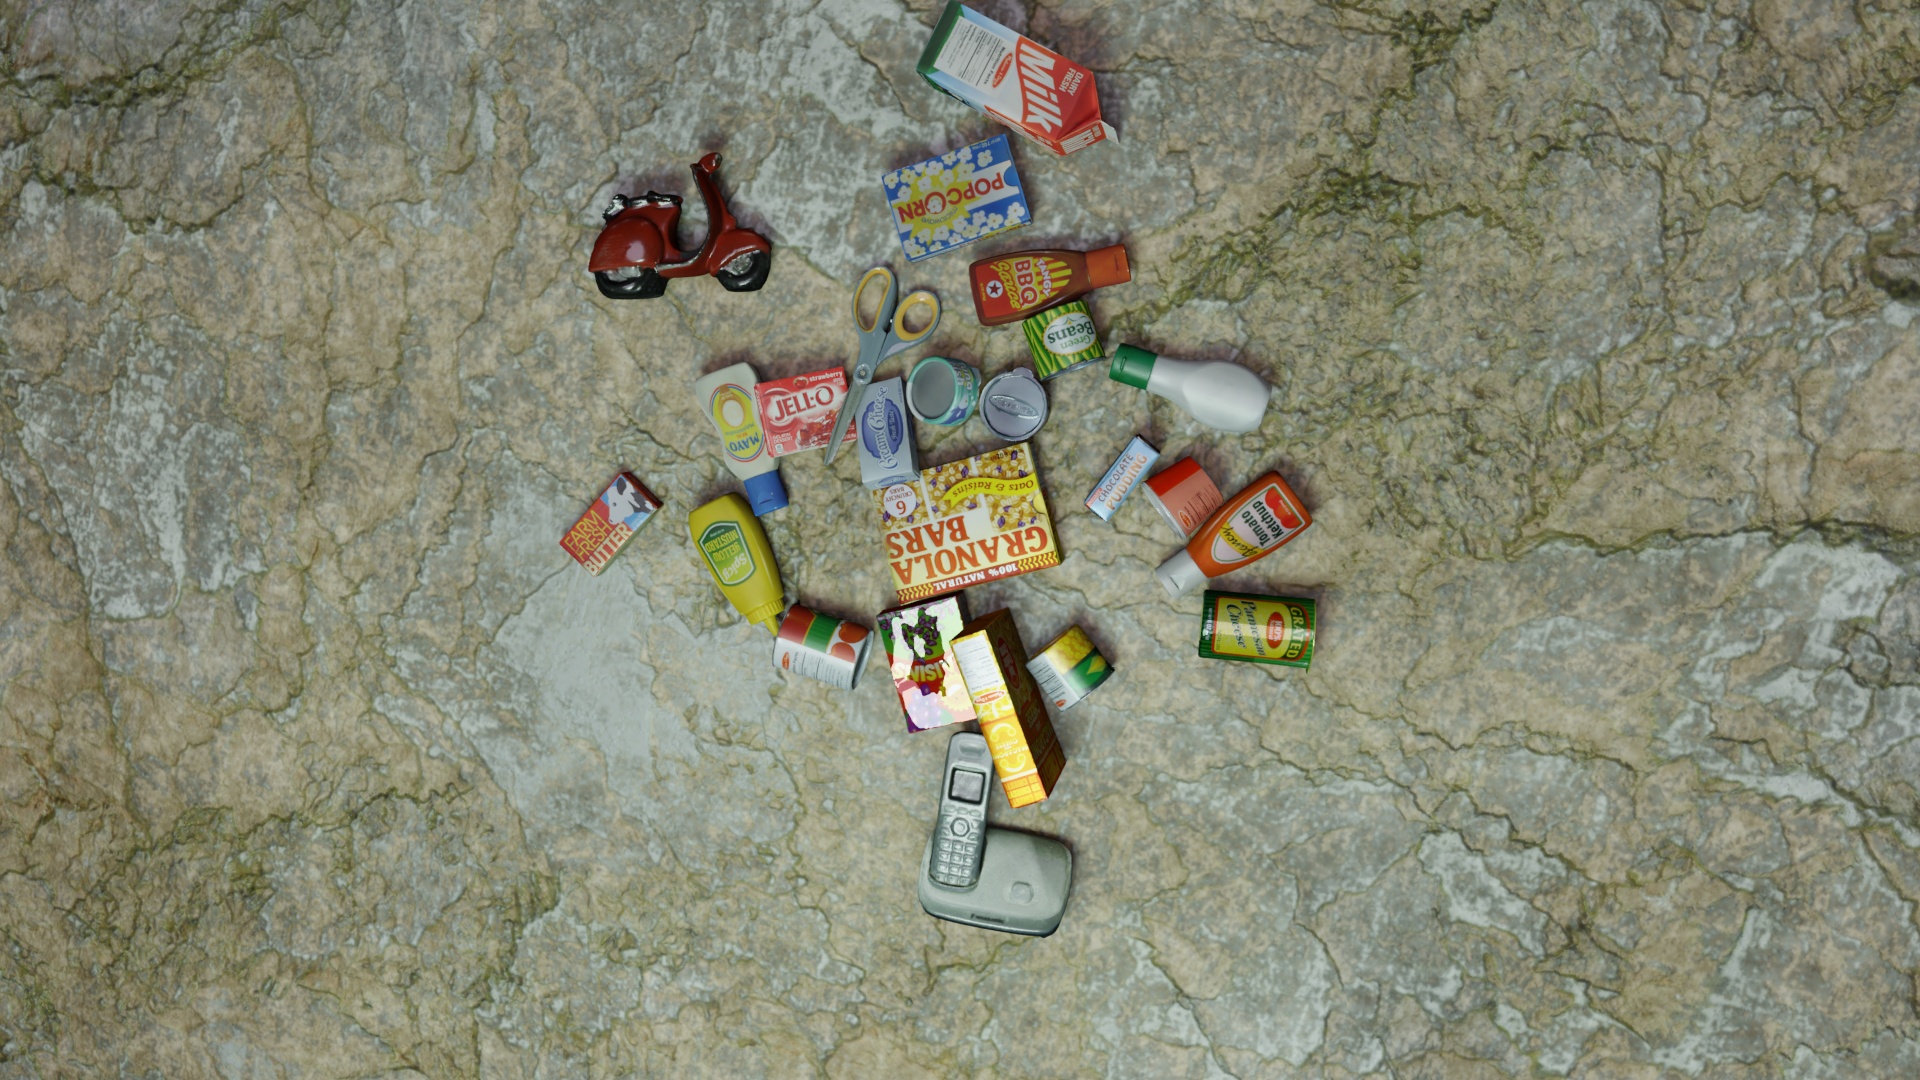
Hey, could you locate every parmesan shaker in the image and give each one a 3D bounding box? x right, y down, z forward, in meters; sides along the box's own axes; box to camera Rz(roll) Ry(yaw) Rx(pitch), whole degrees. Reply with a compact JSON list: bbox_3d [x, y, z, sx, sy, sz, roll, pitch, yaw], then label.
[{"bbox_3d":[0.276,0.085,1.299,0.103,0.071,0.071,5,96,9],"label":"parmesan shaker"}]

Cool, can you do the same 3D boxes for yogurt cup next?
[{"bbox_3d":[0.210,-0.043,1.302,0.054,0.072,0.072,-37,88,3],"label":"yogurt cup"}]

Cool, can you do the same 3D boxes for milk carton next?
[{"bbox_3d":[0.062,-0.419,1.289,0.191,0.072,0.073,30,99,7],"label":"milk carton"}]

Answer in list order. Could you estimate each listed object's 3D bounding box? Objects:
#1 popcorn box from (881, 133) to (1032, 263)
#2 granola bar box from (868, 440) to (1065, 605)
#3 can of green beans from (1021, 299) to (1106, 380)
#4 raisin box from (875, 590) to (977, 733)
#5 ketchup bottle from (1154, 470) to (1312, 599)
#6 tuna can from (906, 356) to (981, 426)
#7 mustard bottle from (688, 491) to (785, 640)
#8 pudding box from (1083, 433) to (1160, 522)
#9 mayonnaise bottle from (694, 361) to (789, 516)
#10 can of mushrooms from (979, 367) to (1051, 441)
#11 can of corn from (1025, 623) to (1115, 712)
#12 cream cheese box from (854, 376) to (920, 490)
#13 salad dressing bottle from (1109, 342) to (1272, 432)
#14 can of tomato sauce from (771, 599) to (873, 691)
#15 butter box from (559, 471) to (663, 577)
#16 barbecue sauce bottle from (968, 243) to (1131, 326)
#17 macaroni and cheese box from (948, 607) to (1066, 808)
[{"bbox_3d":[-0.003,-0.325,1.325,0.126,0.038,0.085,-16,91,11],"label":"popcorn box"},{"bbox_3d":[0.005,-0.017,1.350,0.165,0.039,0.124,-15,93,11],"label":"granola bar box"},{"bbox_3d":[0.097,-0.188,1.306,0.071,0.071,0.058,-19,92,11],"label":"can of green beans"},{"bbox_3d":[-0.025,0.120,1.366,0.086,0.040,0.123,-15,93,10],"label":"raisin box"},{"bbox_3d":[0.253,0.000,1.308,0.148,0.043,0.064,-36,98,11],"label":"ketchup bottle"},{"bbox_3d":[-0.016,-0.144,1.331,0.071,0.033,0.071,-1,89,38],"label":"tuna can"},{"bbox_3d":[-0.213,0.032,1.386,0.065,0.049,0.160,-27,90,14],"label":"mustard bottle"},{"bbox_3d":[0.153,-0.060,1.316,0.030,0.050,0.083,38,100,3],"label":"pudding box"},{"bbox_3d":[-0.211,-0.099,1.377,0.065,0.041,0.148,-20,91,5],"label":"mayonnaise bottle"},{"bbox_3d":[0.054,-0.131,1.335,0.071,0.033,0.071,1,95,10],"label":"can of mushrooms"},{"bbox_3d":[0.106,0.120,1.333,0.071,0.071,0.058,-39,88,11],"label":"can of corn"},{"bbox_3d":[-0.073,-0.103,1.344,0.053,0.024,0.104,-14,67,12],"label":"cream cheese box"},{"bbox_3d":[0.215,-0.147,1.302,0.148,0.044,0.064,19,100,8],"label":"salad dressing bottle"},{"bbox_3d":[-0.134,0.104,1.372,0.083,0.071,0.071,18,98,7],"label":"can of tomato sauce"},{"bbox_3d":[-0.357,-0.016,1.418,0.053,0.024,0.103,44,100,3],"label":"butter box"},{"bbox_3d":[0.085,-0.247,1.314,0.148,0.044,0.065,-11,92,10],"label":"barbecue sauce bottle"},{"bbox_3d":[0.046,0.156,1.315,0.040,0.124,0.166,-20,92,14],"label":"macaroni and cheese box"}]
